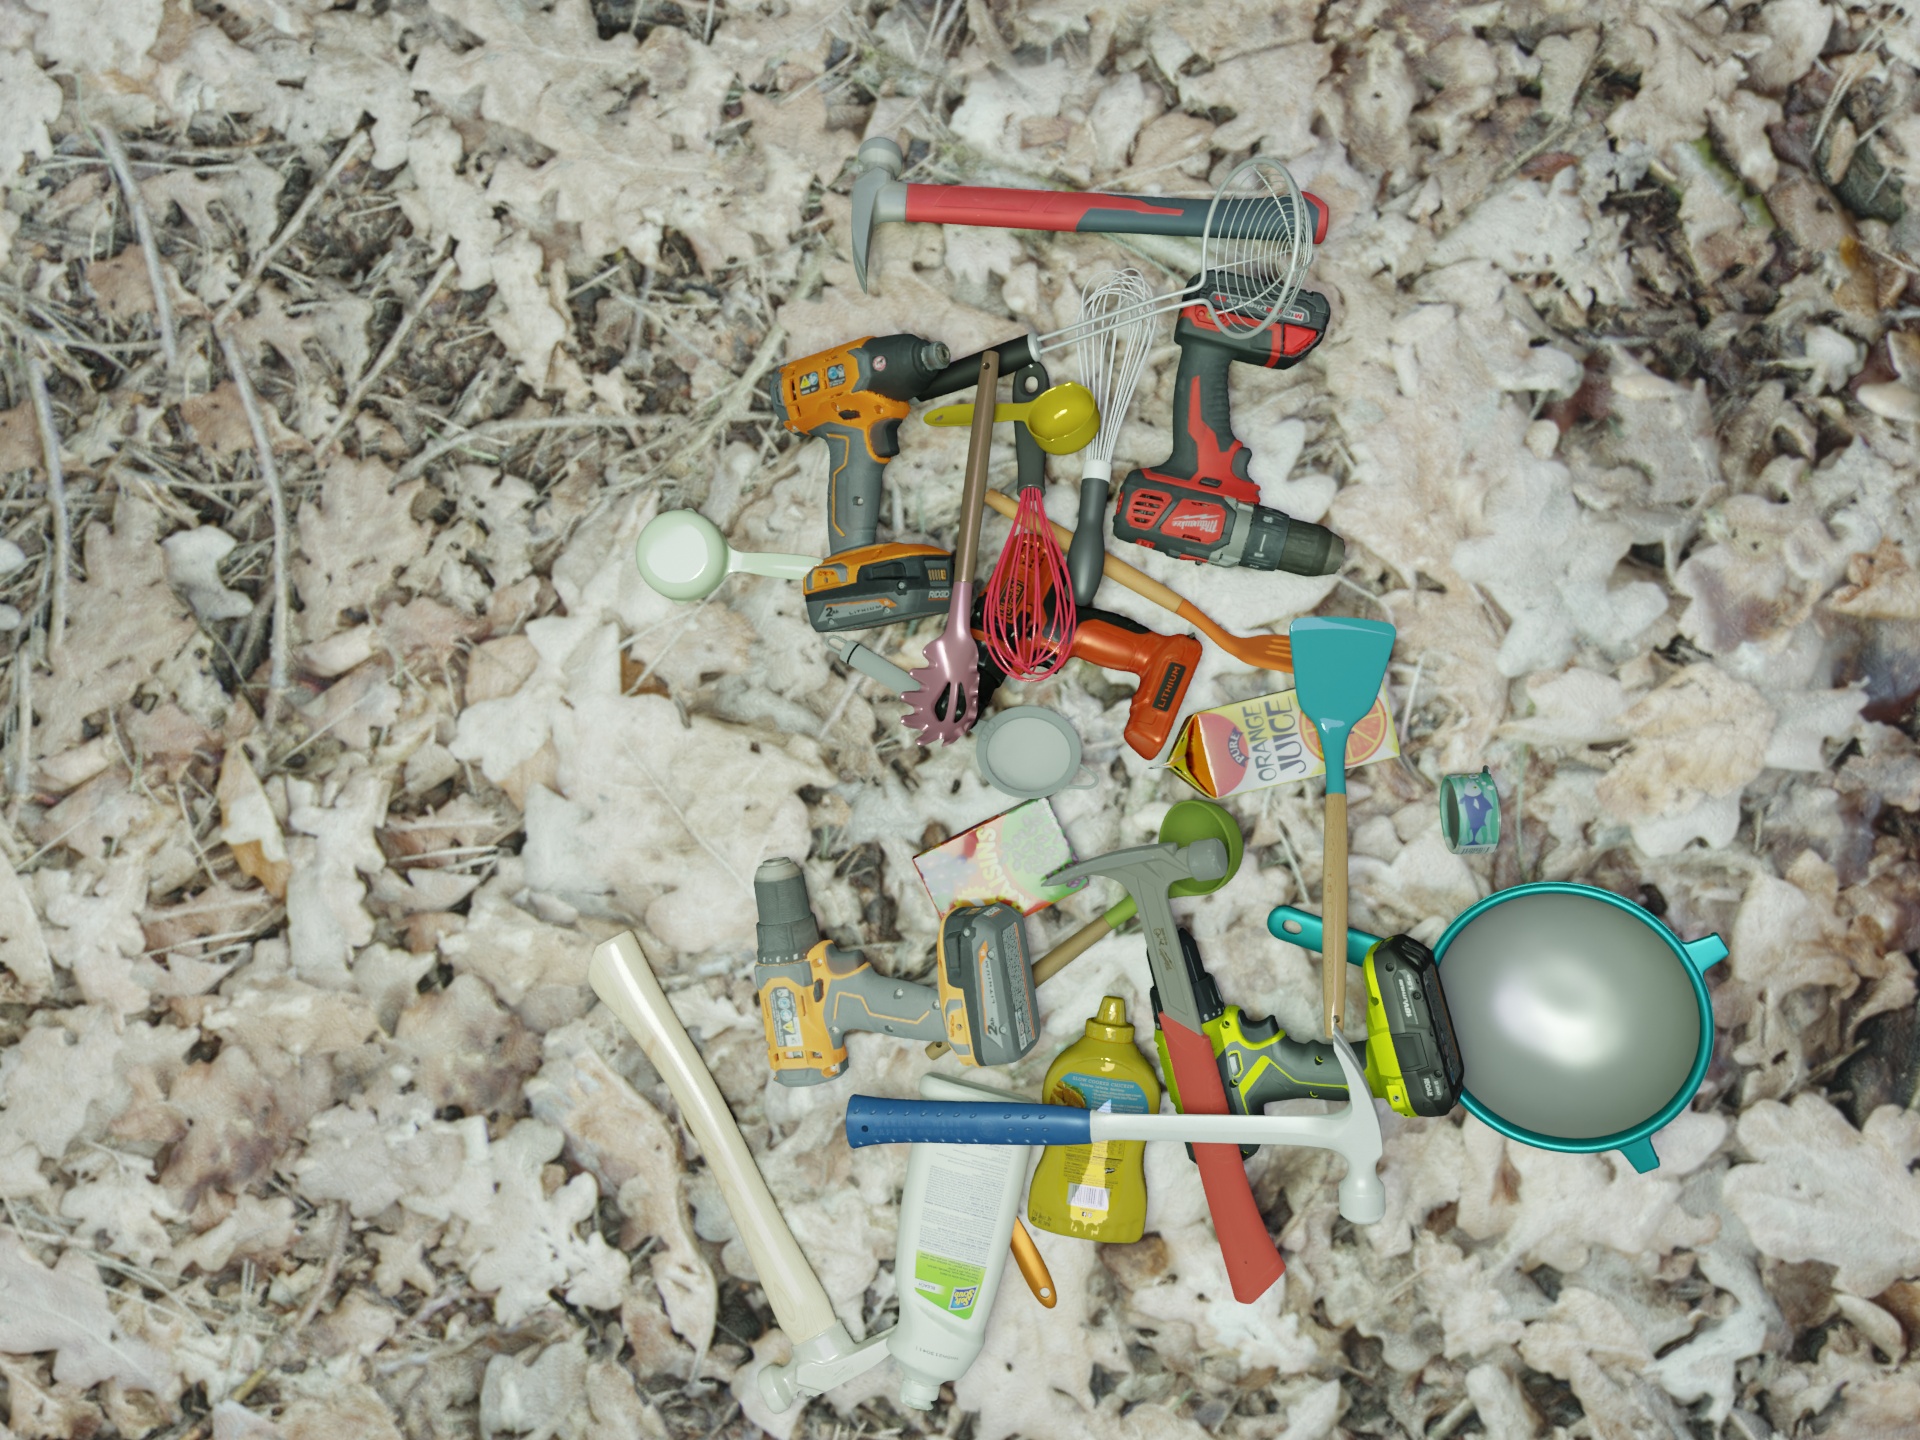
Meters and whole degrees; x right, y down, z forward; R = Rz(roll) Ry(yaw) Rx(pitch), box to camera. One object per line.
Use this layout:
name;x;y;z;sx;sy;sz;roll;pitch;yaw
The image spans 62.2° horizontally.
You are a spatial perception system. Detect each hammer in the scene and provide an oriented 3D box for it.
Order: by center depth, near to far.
hammer;0.110;0.302;1.205;0.405;0.035;0.144;-2;101;14
hammer;0.175;0.275;1.238;0.149;0.036;0.359;-14;90;28
hammer;0.105;-0.402;1.293;0.386;0.038;0.143;3;62;0
hammer;-0.185;0.358;1.320;0.146;0.038;0.410;-28;88;1

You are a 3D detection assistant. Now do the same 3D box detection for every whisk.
whisk;0.055;-0.164;1.263;0.073;0.073;0.296;0;65;3
whisk;0.113;-0.230;1.283;0.070;0.070;0.285;8;81;3

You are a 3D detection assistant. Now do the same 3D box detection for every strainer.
strainer;0.418;0.205;1.272;0.340;0.095;0.211;17;103;24
strainer;-0.002;-0.004;1.313;0.258;0.050;0.087;31;64;9

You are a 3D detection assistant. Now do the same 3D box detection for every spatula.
spatula;0.285;0.080;1.204;0.082;0.044;0.318;4;76;-1
spatula;0.163;-0.113;1.302;0.322;0.081;0.041;31;122;7

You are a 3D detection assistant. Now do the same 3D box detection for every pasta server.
pasta server;0.003;-0.134;1.228;0.060;0.040;0.316;5;84;19

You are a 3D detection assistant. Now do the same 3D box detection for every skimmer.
skimmer;0.099;-0.316;1.220;0.363;0.090;0.127;-14;77;27

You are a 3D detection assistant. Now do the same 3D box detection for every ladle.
ladle;0.096;0.177;1.298;0.320;0.062;0.078;-37;61;5

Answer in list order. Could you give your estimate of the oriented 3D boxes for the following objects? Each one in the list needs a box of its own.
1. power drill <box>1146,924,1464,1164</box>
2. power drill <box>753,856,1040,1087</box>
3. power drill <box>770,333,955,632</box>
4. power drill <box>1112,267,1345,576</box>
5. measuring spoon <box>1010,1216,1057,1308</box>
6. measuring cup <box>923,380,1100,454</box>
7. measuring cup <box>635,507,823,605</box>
power drill;0.261;0.241;1.251;0.228;0.080;0.190;-15;89;25
power drill;-0.063;0.194;1.270;0.226;0.084;0.185;-8;93;22
power drill;-0.065;-0.193;1.270;0.164;0.084;0.226;-9;89;37
power drill;0.237;-0.232;1.287;0.188;0.080;0.226;14;93;3
measuring spoon;0.050;0.435;1.318;0.021;0.011;0.117;-27;88;2
measuring cup;0.041;-0.237;1.272;0.156;0.029;0.062;5;61;32
measuring cup;-0.189;-0.134;1.324;0.167;0.038;0.083;6;90;4
